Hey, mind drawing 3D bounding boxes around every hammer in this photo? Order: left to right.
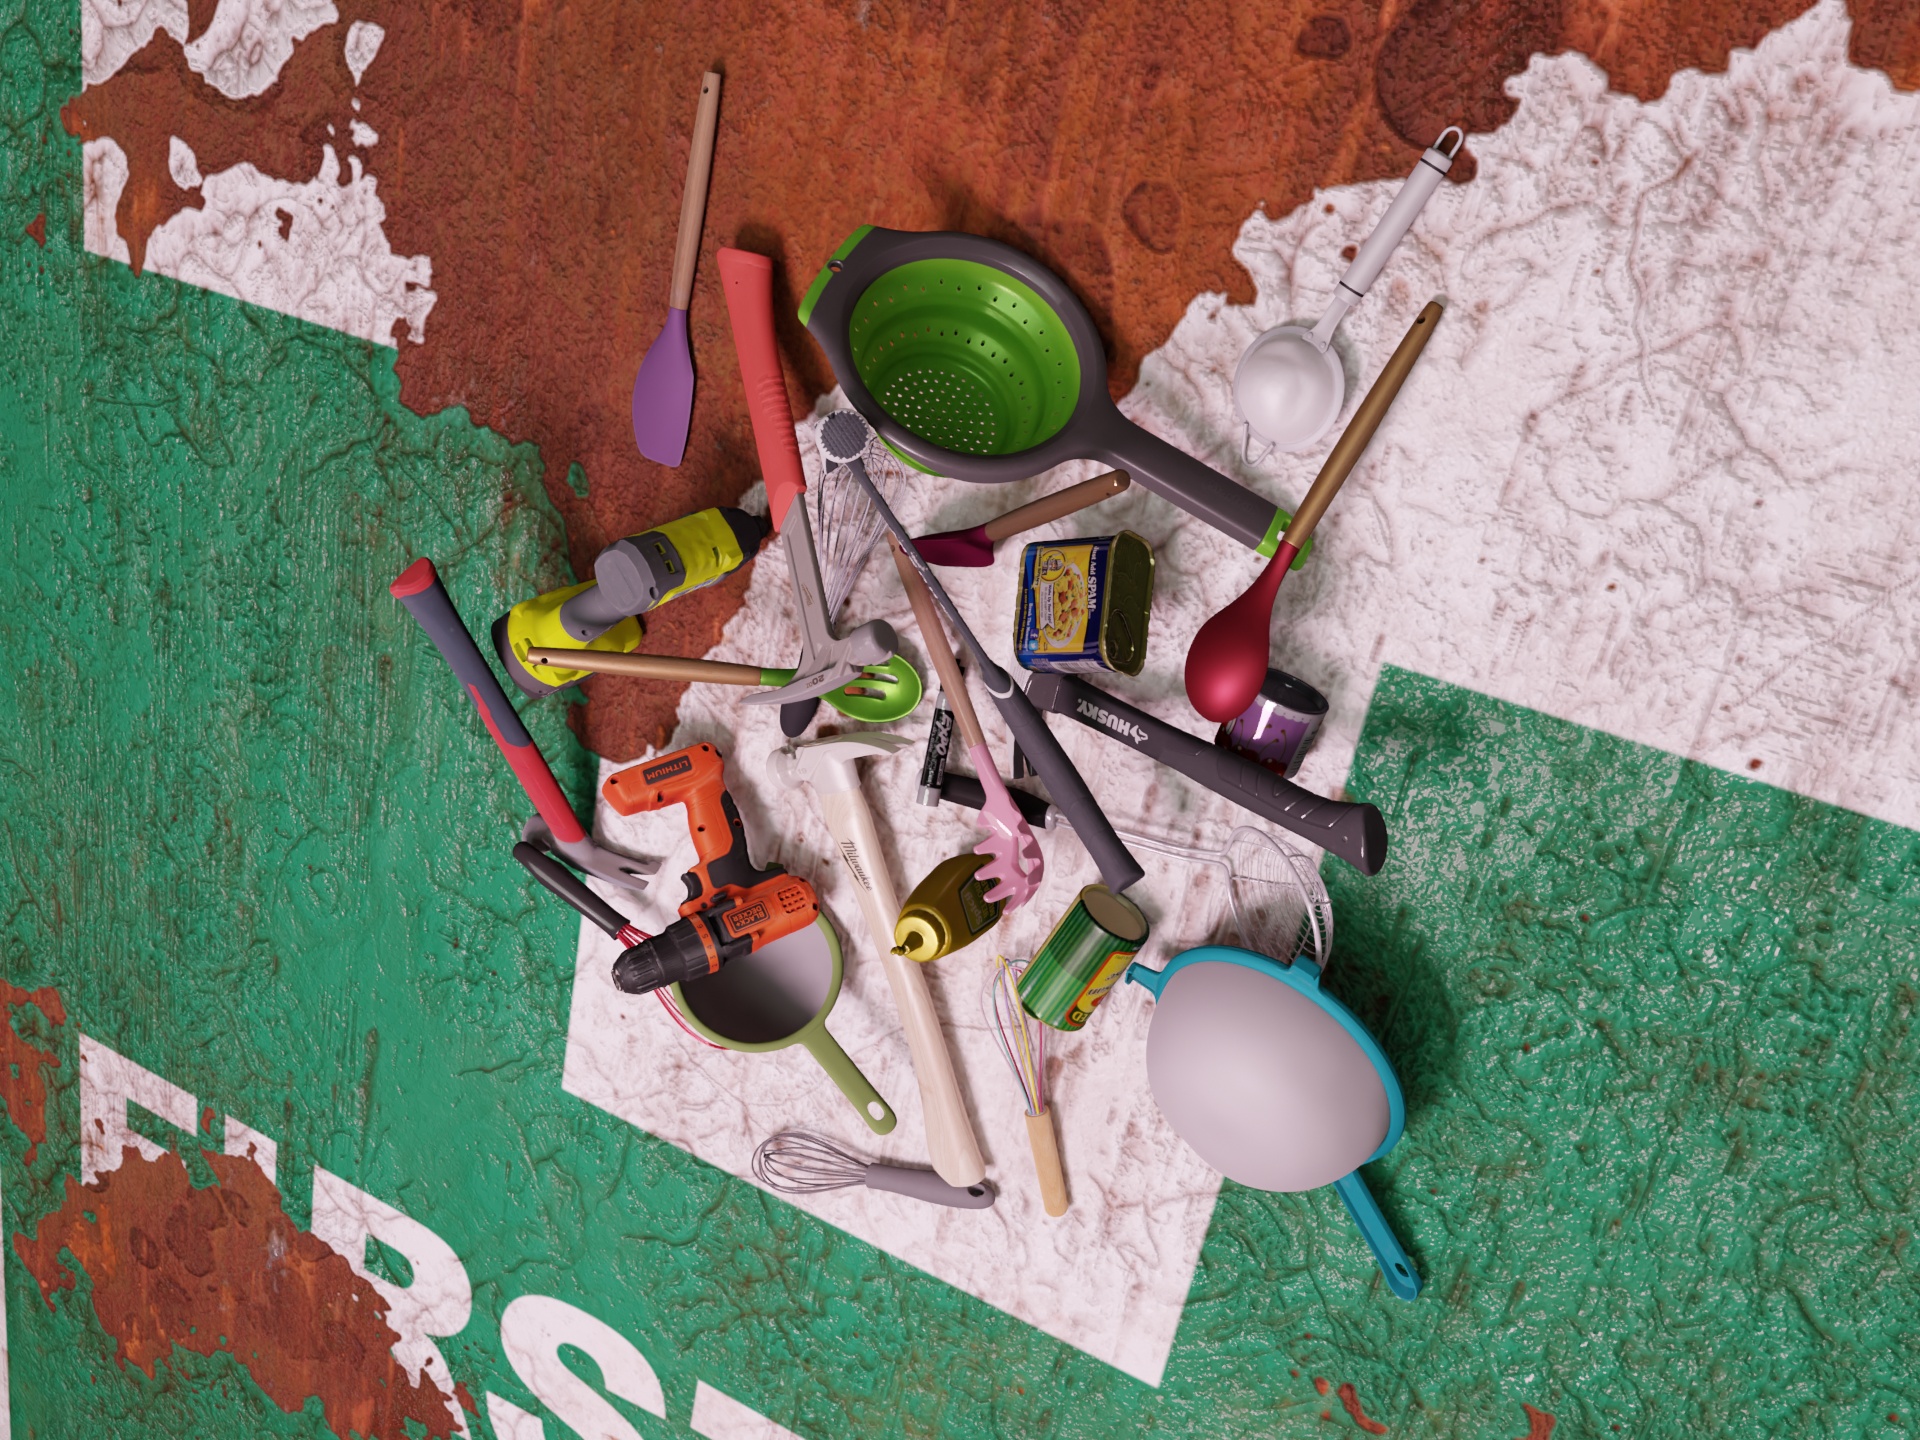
[{"bbox_3d":[-0.372,0.013,1.350,0.143,0.038,0.385,17,146,24],"label":"hammer"},{"bbox_3d":[-0.145,-0.195,1.235,0.149,0.036,0.359,-20,78,37],"label":"hammer"},{"bbox_3d":[-0.045,0.207,1.353,0.146,0.038,0.410,-10,103,40],"label":"hammer"},{"bbox_3d":[0.015,-0.043,1.142,0.036,0.149,0.408,-34,100,-3],"label":"hammer"},{"bbox_3d":[0.160,0.028,1.147,0.335,0.035,0.146,29,115,38],"label":"hammer"}]

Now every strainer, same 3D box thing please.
[{"bbox_3d":[-0.147,0.261,1.386,0.256,0.151,0.069,49,155,8],"label":"strainer"},{"bbox_3d":[0.245,0.328,1.190,0.211,0.095,0.340,-14,111,52],"label":"strainer"},{"bbox_3d":[0.254,-0.281,1.070,0.087,0.050,0.258,44,117,25],"label":"strainer"}]

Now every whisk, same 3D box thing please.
[{"bbox_3d":[-0.295,0.204,1.457,0.296,0.073,0.073,37,118,6],"label":"whisk"},{"bbox_3d":[-0.104,-0.103,1.292,0.070,0.070,0.284,28,121,16],"label":"whisk"},{"bbox_3d":[-0.081,0.414,1.439,0.239,0.055,0.055,3,107,22],"label":"whisk"},{"bbox_3d":[0.060,0.309,1.344,0.047,0.051,0.245,5,113,47],"label":"whisk"}]

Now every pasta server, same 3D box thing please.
[{"bbox_3d":[-0.002,-0.004,1.246,0.060,0.040,0.316,-30,78,47],"label":"pasta server"}]

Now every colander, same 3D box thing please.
[{"bbox_3d":[0.066,-0.203,1.153,0.397,0.205,0.094,30,152,-1],"label":"colander"}]

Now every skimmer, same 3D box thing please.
[{"bbox_3d":[0.114,0.107,1.222,0.363,0.090,0.127,15,130,23],"label":"skimmer"}]

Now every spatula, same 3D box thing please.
[{"bbox_3d":[-0.228,-0.363,1.295,0.060,0.018,0.315,23,115,20],"label":"spatula"}]

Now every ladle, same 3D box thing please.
[{"bbox_3d":[0.238,-0.141,1.075,0.069,0.031,0.315,37,100,42],"label":"ladle"}]

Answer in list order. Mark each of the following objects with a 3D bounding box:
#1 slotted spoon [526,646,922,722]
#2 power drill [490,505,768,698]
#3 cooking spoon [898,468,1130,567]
[{"bbox_3d":[-0.186,-0.040,1.277,0.313,0.031,0.070,5,120,-12],"label":"slotted spoon"},{"bbox_3d":[-0.271,-0.105,1.318,0.223,0.171,0.080,-25,94,38],"label":"power drill"},{"bbox_3d":[0.035,-0.138,1.120,0.319,0.068,0.017,-8,69,66],"label":"cooking spoon"}]
